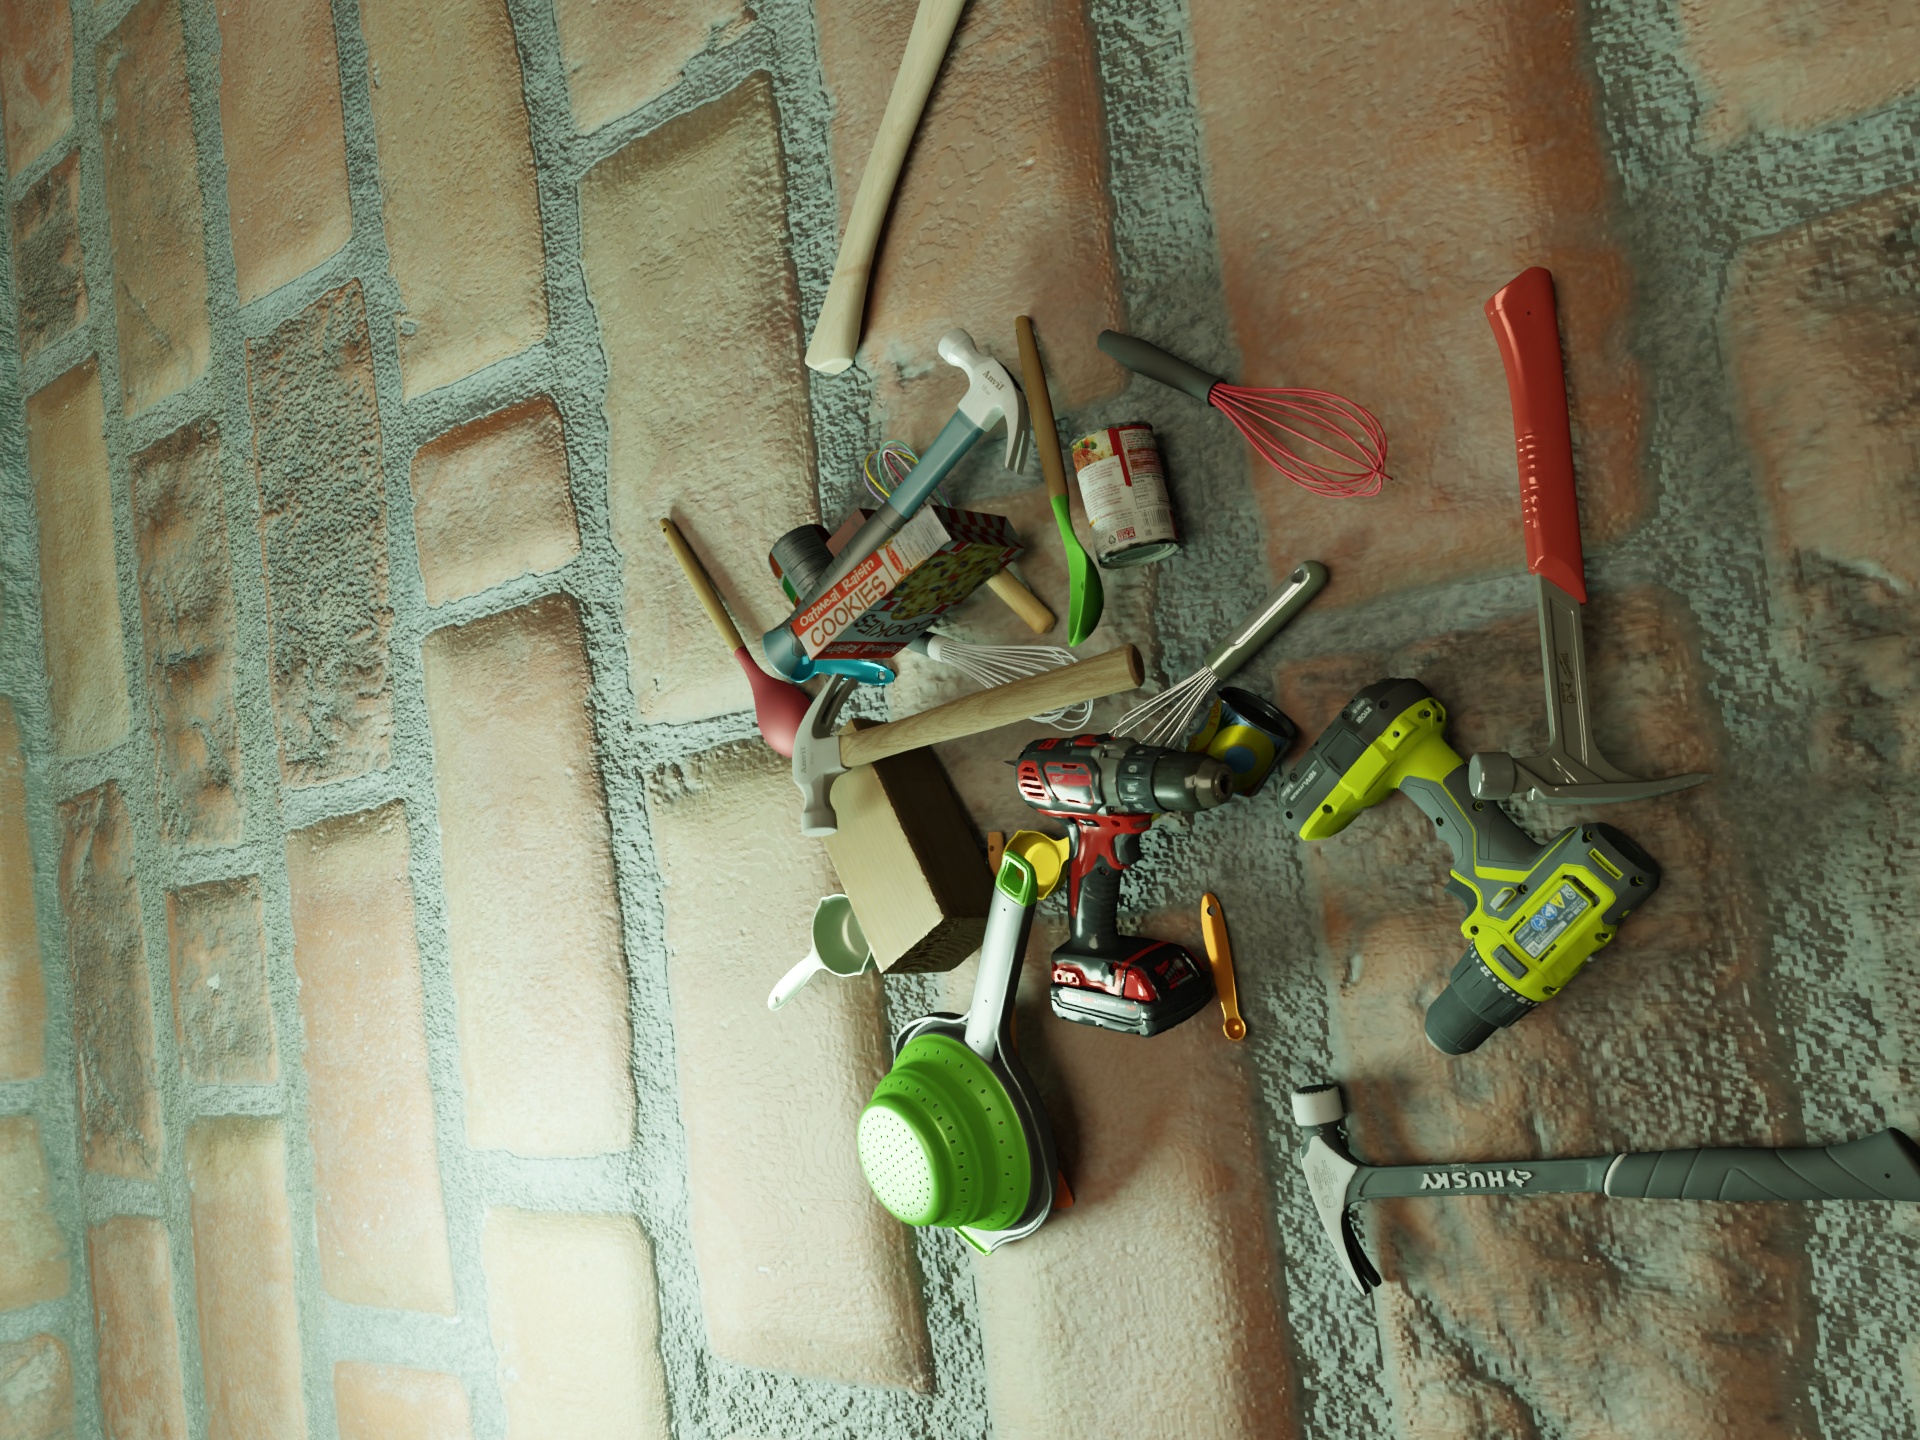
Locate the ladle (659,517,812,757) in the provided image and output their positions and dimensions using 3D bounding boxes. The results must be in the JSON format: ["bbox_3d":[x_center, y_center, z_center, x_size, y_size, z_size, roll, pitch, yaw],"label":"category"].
[{"bbox_3d":[-0.229,-0.089,1.583,0.069,0.031,0.316,-48,61,28],"label":"ladle"}]

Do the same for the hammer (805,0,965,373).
[{"bbox_3d":[-0.070,-0.518,1.441,0.146,0.038,0.410,34,111,35],"label":"hammer"}]

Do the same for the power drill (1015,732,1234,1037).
[{"bbox_3d":[0.136,0.121,1.222,0.188,0.080,0.226,1,104,45],"label":"power drill"}]

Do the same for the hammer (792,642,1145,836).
[{"bbox_3d":[-0.002,-0.004,1.300,0.331,0.031,0.130,-17,69,29],"label":"hammer"}]

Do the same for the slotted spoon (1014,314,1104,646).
[{"bbox_3d":[0.077,-0.203,1.296,0.070,0.031,0.314,106,156,-64],"label":"slotted spoon"}]

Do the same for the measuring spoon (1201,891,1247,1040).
[{"bbox_3d":[0.207,0.192,1.248,0.021,0.011,0.117,-19,75,38],"label":"measuring spoon"}]

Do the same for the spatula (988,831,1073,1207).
[{"bbox_3d":[0.045,0.257,1.371,0.081,0.041,0.323,-9,81,39],"label":"spatula"}]

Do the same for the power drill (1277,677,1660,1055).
[{"bbox_3d":[0.334,0.100,1.102,0.229,0.080,0.190,48,117,25],"label":"power drill"}]

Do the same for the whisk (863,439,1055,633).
[{"bbox_3d":[0.001,-0.163,1.390,0.245,0.047,0.051,47,117,23],"label":"whisk"}]

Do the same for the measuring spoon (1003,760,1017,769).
[{"bbox_3d":[0.082,0.054,1.334,0.124,0.034,0.018,16,106,43],"label":"measuring spoon"}]

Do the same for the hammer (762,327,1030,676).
[{"bbox_3d":[-0.063,-0.173,1.379,0.128,0.033,0.331,46,106,21],"label":"hammer"}]

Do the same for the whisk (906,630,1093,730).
[{"bbox_3d":[0.007,-0.056,1.378,0.285,0.070,0.070,21,104,41],"label":"whisk"}]

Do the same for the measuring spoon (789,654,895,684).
[{"bbox_3d":[-0.112,-0.050,1.499,0.129,0.021,0.042,11,97,29],"label":"measuring spoon"}]

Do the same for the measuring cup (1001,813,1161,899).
[{"bbox_3d":[0.106,0.101,1.324,0.156,0.029,0.062,-27,73,24],"label":"measuring cup"}]

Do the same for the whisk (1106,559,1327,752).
[{"bbox_3d":[0.192,-0.035,1.234,0.246,0.059,0.058,-47,36,25],"label":"whisk"}]

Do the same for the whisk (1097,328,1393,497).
[{"bbox_3d":[0.209,-0.243,1.209,0.296,0.073,0.073,37,113,38],"label":"whisk"}]

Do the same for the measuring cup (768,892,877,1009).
[{"bbox_3d":[-0.125,0.224,1.497,0.167,0.038,0.083,-46,64,32],"label":"measuring cup"}]

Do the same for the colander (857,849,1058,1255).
[{"bbox_3d":[-0.008,0.286,1.304,0.205,0.094,0.396,34,126,38],"label":"colander"}]

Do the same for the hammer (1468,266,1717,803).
[{"bbox_3d":[0.400,-0.125,1.049,0.149,0.036,0.359,-2,80,2],"label":"hammer"}]

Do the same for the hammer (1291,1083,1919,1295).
[{"bbox_3d":[0.419,0.309,1.063,0.409,0.036,0.149,-14,83,38],"label":"hammer"}]
